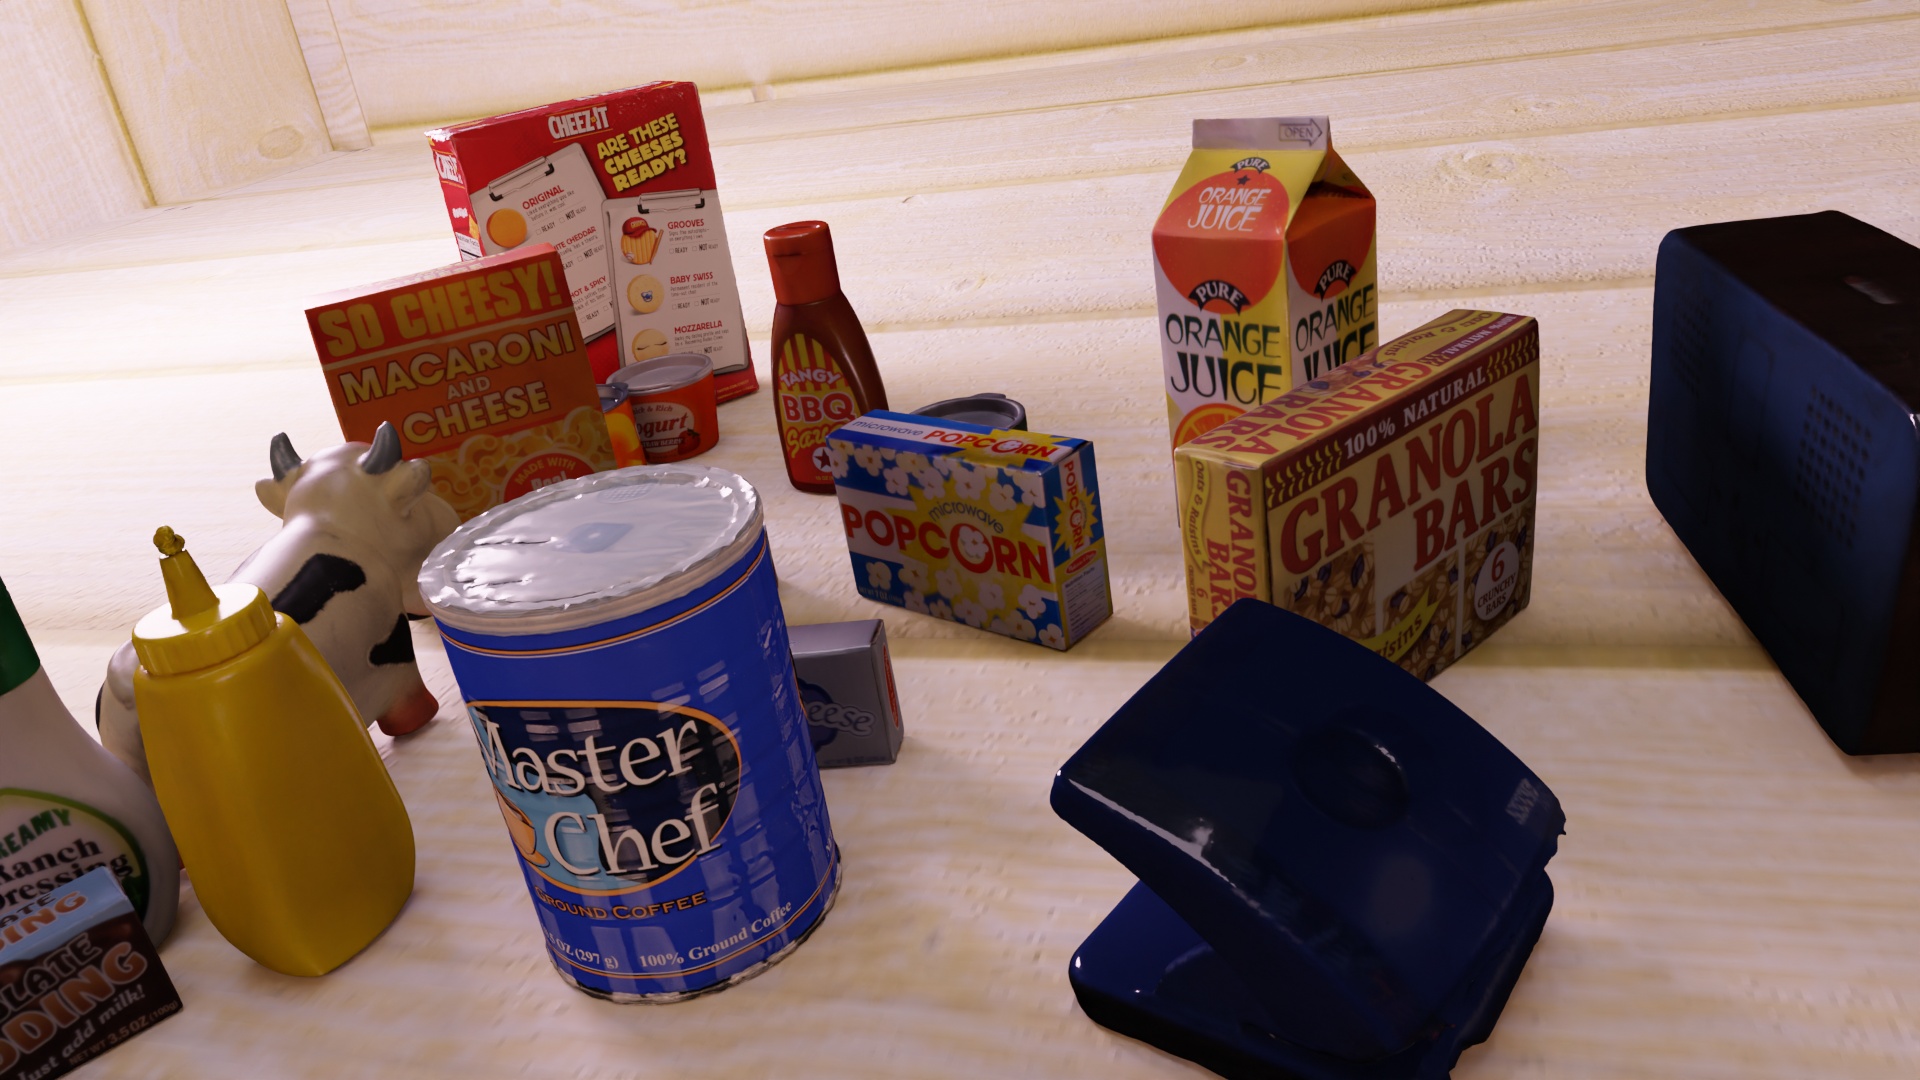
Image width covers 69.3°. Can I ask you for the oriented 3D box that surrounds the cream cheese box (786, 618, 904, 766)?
[{"bbox_3d":[-0.077,0.062,0.536,0.104,0.053,0.024,-5,25,8],"label":"cream cheese box"}]

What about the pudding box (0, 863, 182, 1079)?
[{"bbox_3d":[-0.298,0.146,0.435,0.084,0.049,0.030,-28,31,-36],"label":"pudding box"}]

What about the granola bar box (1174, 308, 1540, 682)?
[{"bbox_3d":[0.152,-0.002,0.511,0.166,0.123,0.039,-26,29,-33],"label":"granola bar box"}]

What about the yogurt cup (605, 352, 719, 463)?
[{"bbox_3d":[-0.186,-0.084,0.885,0.072,0.053,0.073,-7,25,4],"label":"yogurt cup"}]

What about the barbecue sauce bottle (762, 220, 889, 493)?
[{"bbox_3d":[-0.077,-0.101,0.772,0.065,0.148,0.044,0,26,19],"label":"barbecue sauce bottle"}]

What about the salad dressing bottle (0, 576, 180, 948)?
[{"bbox_3d":[-0.315,0.079,0.467,0.064,0.147,0.044,-17,25,-16],"label":"salad dressing bottle"}]

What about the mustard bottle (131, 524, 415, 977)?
[{"bbox_3d":[-0.230,0.065,0.454,0.049,0.159,0.065,2,27,24],"label":"mustard bottle"}]

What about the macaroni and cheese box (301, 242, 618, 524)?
[{"bbox_3d":[-0.249,-0.058,0.716,0.124,0.165,0.040,-18,26,-19],"label":"macaroni and cheese box"}]

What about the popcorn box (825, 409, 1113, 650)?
[{"bbox_3d":[0.002,-0.008,0.620,0.127,0.085,0.038,12,32,38],"label":"popcorn box"}]

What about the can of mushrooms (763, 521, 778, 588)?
[{"bbox_3d":[-0.122,0.015,0.675,0.071,0.033,0.071,-7,25,4],"label":"can of mushrooms"}]

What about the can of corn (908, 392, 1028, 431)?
[{"bbox_3d":[0.005,-0.037,0.714,0.071,0.058,0.071,-7,25,4],"label":"can of corn"}]

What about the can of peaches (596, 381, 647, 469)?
[{"bbox_3d":[-0.223,-0.056,0.834,0.071,0.057,0.071,-7,25,4],"label":"can of peaches"}]

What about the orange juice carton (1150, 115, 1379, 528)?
[{"bbox_3d":[0.141,-0.096,0.634,0.073,0.191,0.072,-28,31,-36],"label":"orange juice carton"}]
